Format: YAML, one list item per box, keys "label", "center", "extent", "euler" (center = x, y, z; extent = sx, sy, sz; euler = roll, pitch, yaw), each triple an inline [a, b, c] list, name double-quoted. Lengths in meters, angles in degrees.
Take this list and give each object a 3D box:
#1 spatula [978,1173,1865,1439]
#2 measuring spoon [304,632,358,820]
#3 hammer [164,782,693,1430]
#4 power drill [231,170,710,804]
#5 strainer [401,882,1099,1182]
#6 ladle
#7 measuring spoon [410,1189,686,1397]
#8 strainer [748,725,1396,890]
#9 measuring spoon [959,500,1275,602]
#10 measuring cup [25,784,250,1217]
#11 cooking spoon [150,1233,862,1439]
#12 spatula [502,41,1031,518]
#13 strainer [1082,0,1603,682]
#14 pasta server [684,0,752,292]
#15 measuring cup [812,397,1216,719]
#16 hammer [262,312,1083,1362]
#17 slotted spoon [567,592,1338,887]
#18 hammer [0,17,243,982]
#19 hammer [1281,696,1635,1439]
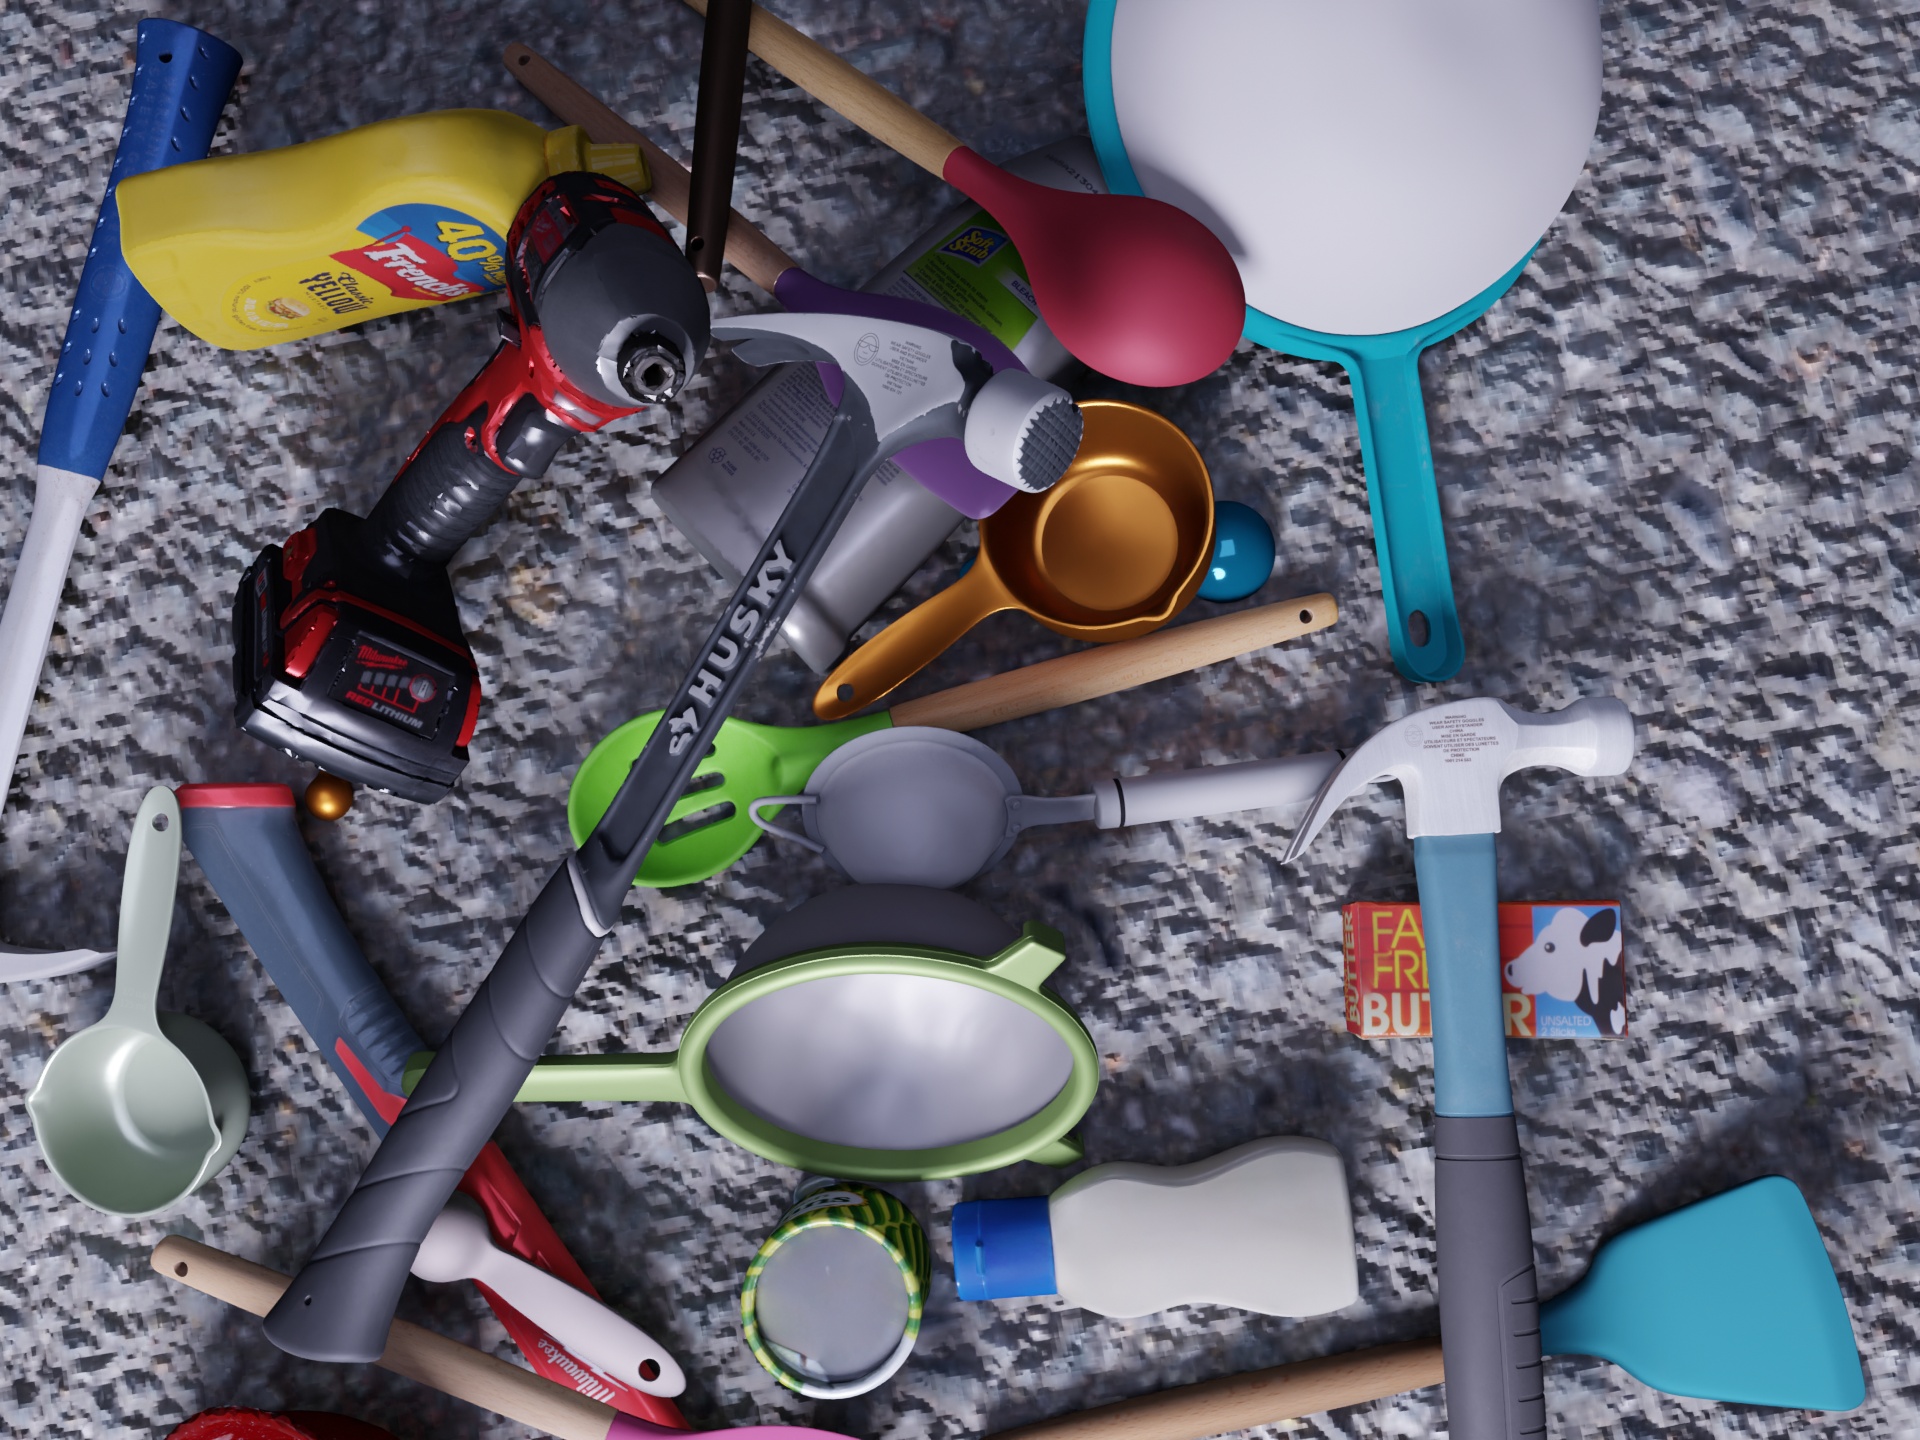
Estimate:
- label: "spatula"
  center: [0.160, 0.242, 0.592]
  extent: [0.317, 0.044, 0.082]
  euler: [-14, 79, 3]
- label: "measuring spoon"
  center: [-0.252, -0.017, 0.654]
  extent: [0.021, 0.011, 0.117]
  euler: [9, 85, 4]
- label: "hammer"
  center: [-0.204, 0.191, 0.618]
  extent: [0.143, 0.038, 0.386]
  euler: [-37, 84, 0]
- label: "power drill"
  center: [-0.170, -0.085, 0.571]
  extent: [0.078, 0.143, 0.219]
  euler: [29, 107, -37]
- label: "strainer"
  center: [-0.078, 0.109, 0.593]
  extent: [0.256, 0.151, 0.069]
  euler: [-3, 46, 6]
- label: "ladle"
  center: [-0.018, -0.228, 0.616]
  extent: [0.069, 0.031, 0.316]
  euler: [-45, 66, -8]
- label: "measuring spoon"
  center: [-0.155, 0.214, 0.584]
  extent: [0.124, 0.018, 0.034]
  euler: [30, 89, 6]
- label: "strainer"
  center: [0.049, 0.033, 0.612]
  extent: [0.258, 0.086, 0.050]
  euler: [-7, 39, -6]
- label: "measuring spoon"
  center: [0.063, -0.065, 0.638]
  extent: [0.128, 0.021, 0.042]
  euler: [-5, 84, 2]
- label: "measuring cup"
  center: [-0.310, 0.107, 0.621]
  extent: [0.083, 0.038, 0.167]
  euler: [8, 93, 8]
- label: "cooking spoon"
  center: [-0.151, 0.250, 0.581]
  extent: [0.319, 0.017, 0.069]
  euler: [19, 97, 6]
- label: "spatula"
  center: [-0.082, -0.185, 0.618]
  extent: [0.060, 0.018, 0.316]
  euler: [-46, 68, -4]
- label: "strainer"
  center: [0.168, -0.183, 0.587]
  extent: [0.211, 0.095, 0.340]
  euler: [-10, 92, -15]
- label: "pasta server"
  center: [-0.094, -0.315, 0.636]
  extent: [0.060, 0.040, 0.316]
  euler: [-3, 71, 17]
- label: "measuring cup"
  center: [0.020, -0.050, 0.614]
  extent: [0.173, 0.052, 0.095]
  euler: [-35, 77, 8]
- label: "hammer"
  center: [-0.121, 0.039, 0.545]
  extent: [0.149, 0.036, 0.409]
  euler: [31, 89, 32]
- label: "slotted spoon"
  center: [-0.001, -0.002, 0.633]
  extent: [0.313, 0.031, 0.070]
  euler: [-16, 98, -1]
- label: "hammer"
  center: [-0.364, -0.090, 0.655]
  extent: [0.144, 0.035, 0.405]
  euler: [13, 85, 4]
- label: "hammer"
  center: [0.187, 0.156, 0.572]
  extent: [0.128, 0.033, 0.331]
  euler: [-2, 80, 2]
